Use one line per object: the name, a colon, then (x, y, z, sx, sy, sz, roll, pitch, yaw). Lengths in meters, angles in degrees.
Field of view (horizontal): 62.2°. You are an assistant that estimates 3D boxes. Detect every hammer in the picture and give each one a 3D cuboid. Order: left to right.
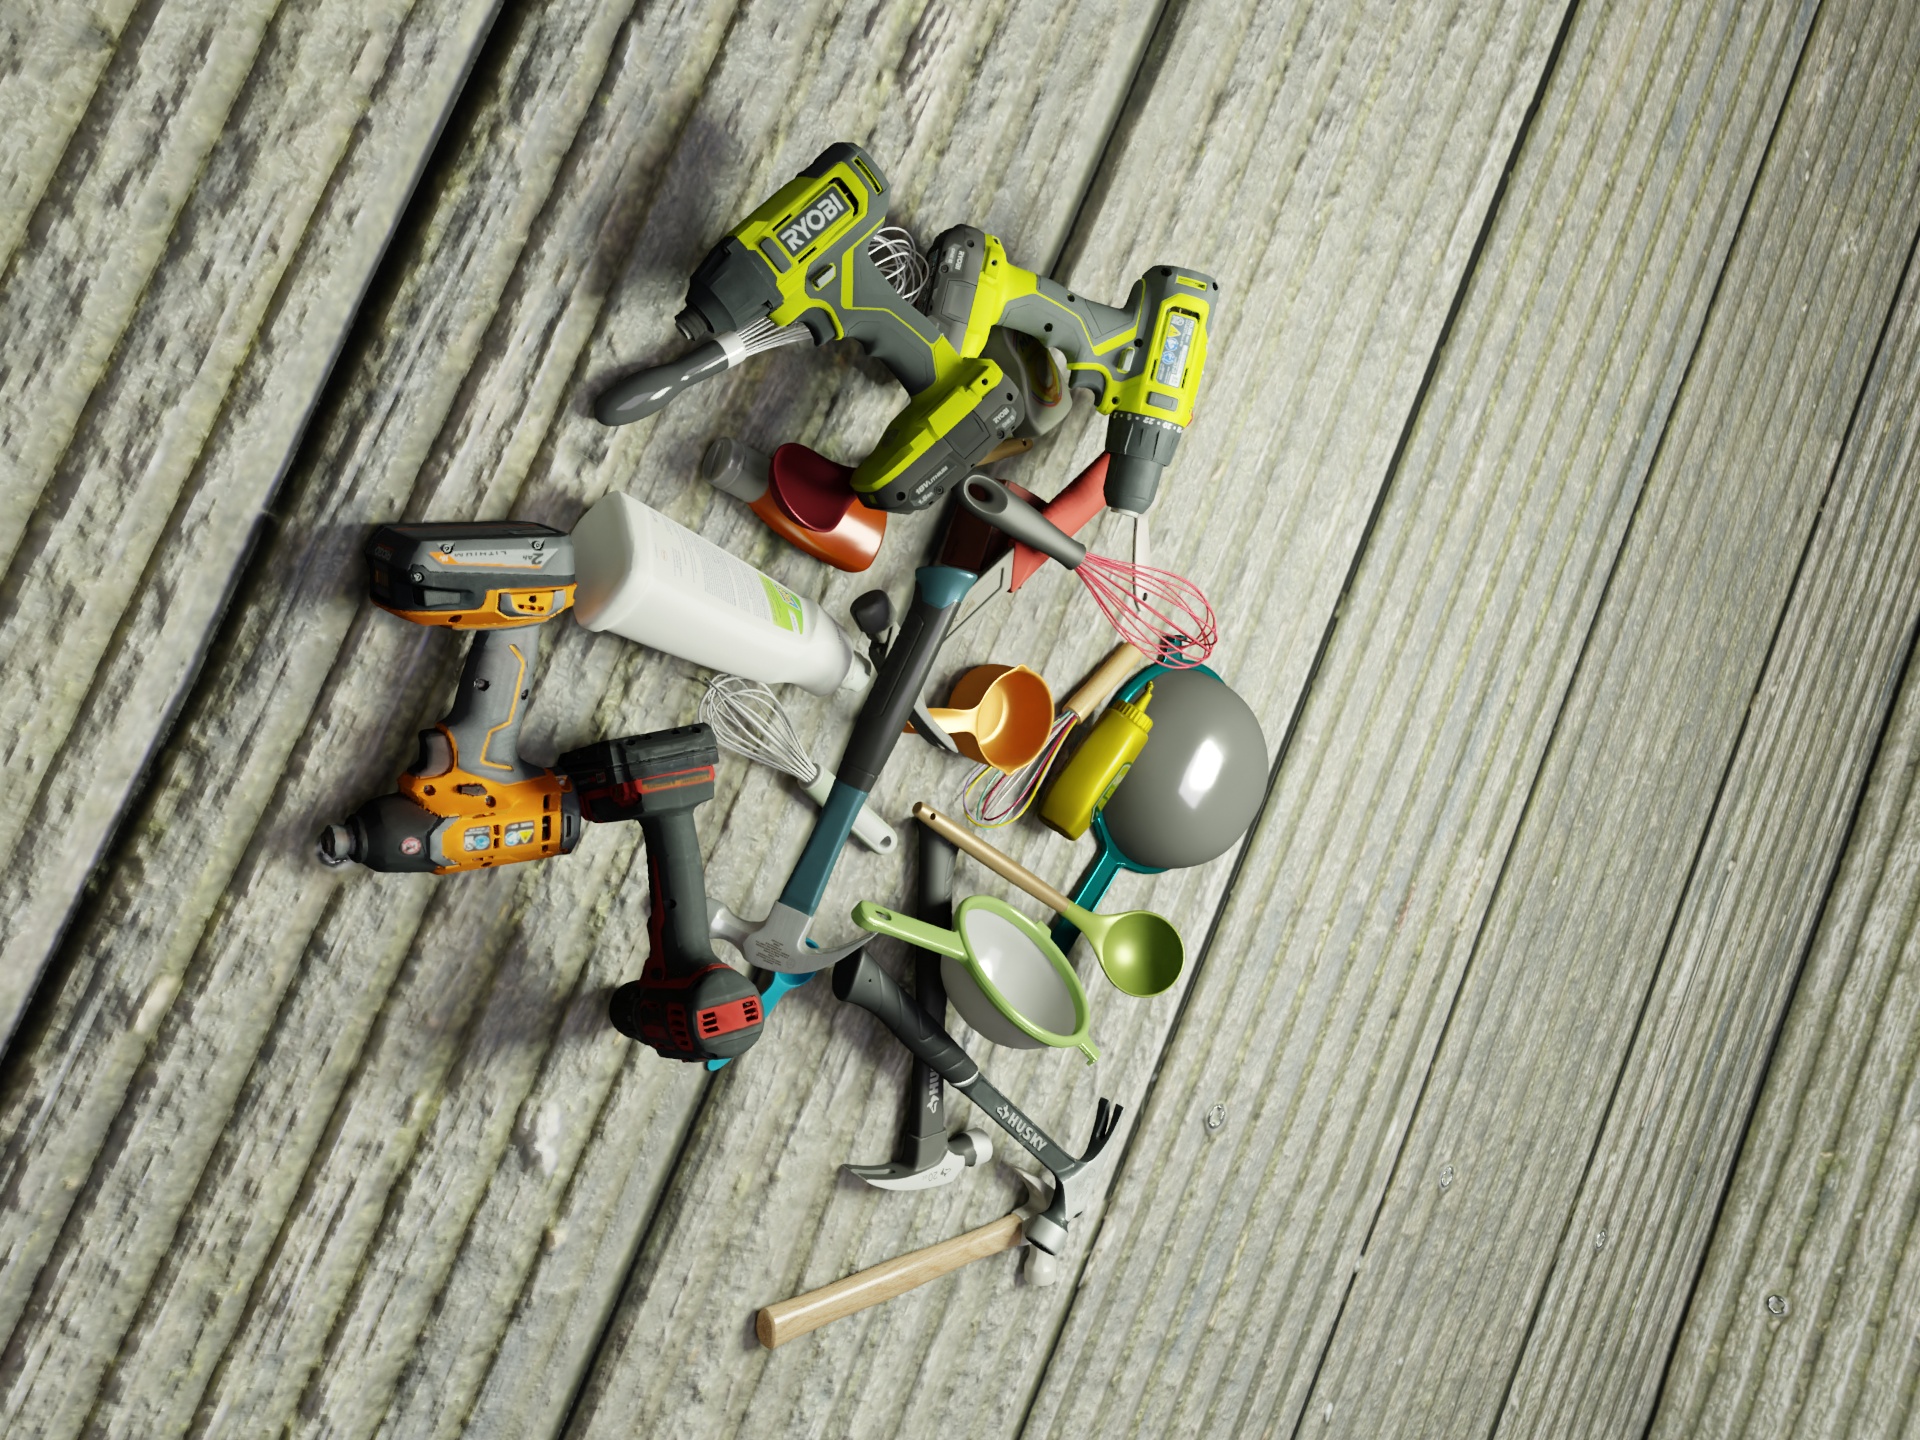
hammer: (-0.076, 0.035, 1.175, 0.033, 0.128, 0.331, -12, 127, -84)
hammer: (-0.035, 0.485, 1.419, 0.331, 0.031, 0.130, -7, 105, -39)
hammer: (-0.029, 0.244, 1.364, 0.146, 0.035, 0.334, -7, 105, -40)
hammer: (0.016, 0.312, 1.374, 0.149, 0.036, 0.408, -55, 129, -20)
hammer: (0.069, -0.140, 1.284, 0.359, 0.037, 0.149, -44, 124, -22)

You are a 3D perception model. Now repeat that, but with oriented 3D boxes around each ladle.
ladle: (-0.039, -0.194, 1.223, 0.315, 0.031, 0.069, -22, 91, -49)
ladle: (0.079, 0.150, 1.369, 0.319, 0.062, 0.078, 36, 73, -34)

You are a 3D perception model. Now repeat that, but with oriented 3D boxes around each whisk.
whisk: (-0.140, -0.279, 1.136, 0.284, 0.070, 0.070, -34, 120, -24)
whisk: (-0.120, 0.039, 1.232, 0.058, 0.059, 0.246, -49, 133, -6)
whisk: (0.088, 0.012, 1.407, 0.245, 0.047, 0.051, -45, 124, -27)
whisk: (0.105, -0.120, 1.260, 0.295, 0.073, 0.073, 29, 81, -32)

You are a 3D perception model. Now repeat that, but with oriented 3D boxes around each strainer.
strainer: (-0.004, 0.205, 1.288, 0.256, 0.152, 0.069, 26, 119, -38)
strainer: (0.190, 0.102, 1.478, 0.340, 0.095, 0.210, -56, 129, -18)

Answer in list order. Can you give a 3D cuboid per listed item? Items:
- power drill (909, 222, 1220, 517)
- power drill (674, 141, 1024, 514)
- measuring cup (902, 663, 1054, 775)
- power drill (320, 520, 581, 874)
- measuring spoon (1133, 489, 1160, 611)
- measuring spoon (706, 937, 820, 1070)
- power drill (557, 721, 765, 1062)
power drill: (0.074, -0.271, 1.224, 0.228, 0.080, 0.190, 13, 96, -13)
power drill: (-0.075, -0.258, 1.103, 0.171, 0.080, 0.223, -44, 111, -9)
measuring cup: (-0.002, -0.004, 1.319, 0.173, 0.052, 0.095, -1, 101, -39)
power drill: (-0.327, -0.010, 1.021, 0.164, 0.084, 0.226, -8, 109, -39)
measuring spoon: (0.171, -0.159, 1.451, 0.034, 0.018, 0.124, -15, 110, -38)
measuring spoon: (-0.161, 0.223, 1.263, 0.128, 0.021, 0.042, -50, 129, -9)
power drill: (-0.215, 0.125, 1.110, 0.080, 0.188, 0.227, -11, 89, -33)
